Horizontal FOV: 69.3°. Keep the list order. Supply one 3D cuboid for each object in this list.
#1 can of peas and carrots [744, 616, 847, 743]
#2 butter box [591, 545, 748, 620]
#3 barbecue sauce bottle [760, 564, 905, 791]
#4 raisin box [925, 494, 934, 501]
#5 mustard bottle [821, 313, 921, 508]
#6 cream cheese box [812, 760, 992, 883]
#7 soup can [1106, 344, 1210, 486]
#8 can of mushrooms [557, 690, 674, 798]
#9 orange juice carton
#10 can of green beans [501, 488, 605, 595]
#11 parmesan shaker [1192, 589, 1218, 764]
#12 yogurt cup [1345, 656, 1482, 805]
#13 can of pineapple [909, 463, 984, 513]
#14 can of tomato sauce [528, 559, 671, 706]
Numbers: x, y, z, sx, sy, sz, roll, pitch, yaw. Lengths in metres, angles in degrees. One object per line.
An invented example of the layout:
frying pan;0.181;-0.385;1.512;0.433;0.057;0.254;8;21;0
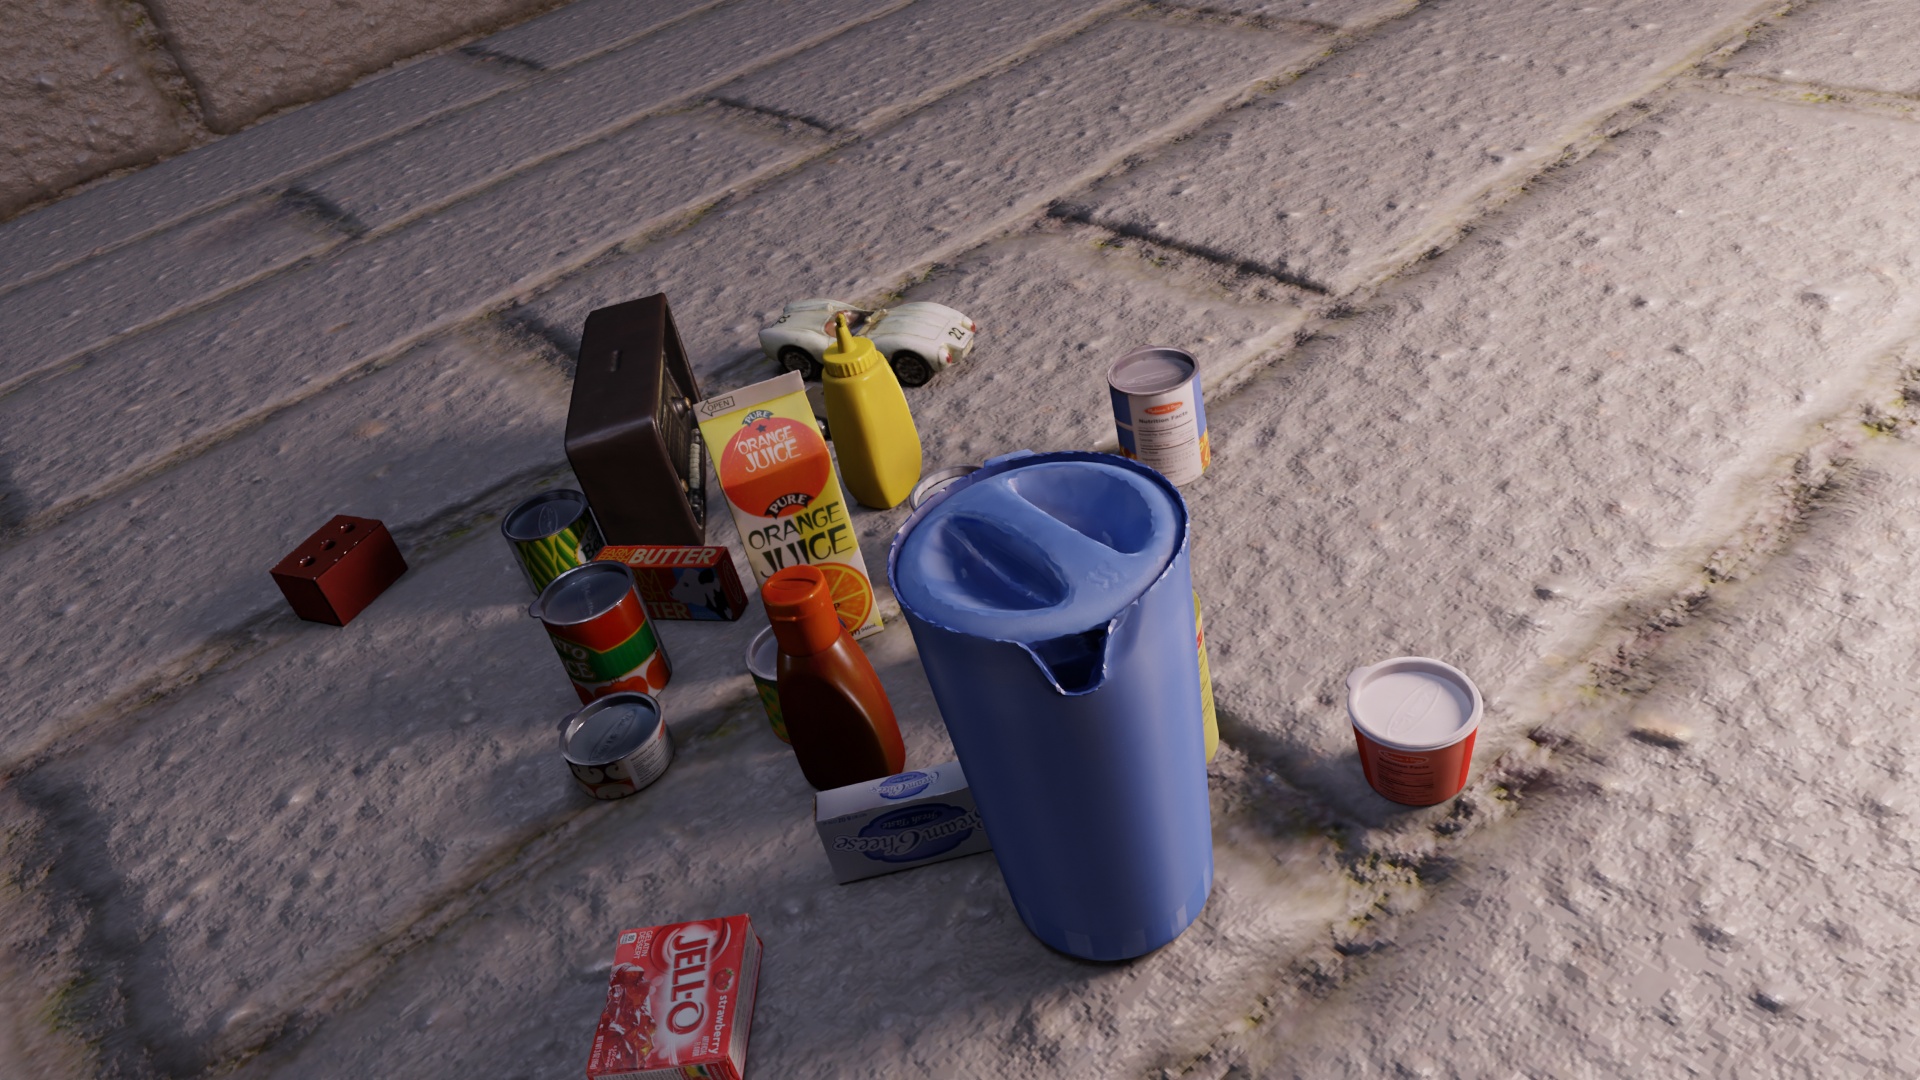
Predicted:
can of peas and carrots;-0.094;0.087;0.877;0.071;0.058;0.071;-9;36;7
butter box;-0.209;0.030;0.998;0.103;0.053;0.024;0;38;19
barbecue sauce bottle;-0.077;0.082;0.801;0.065;0.147;0.044;0;38;19
raisin box;0.020;0.036;0.852;0.086;0.122;0.040;12;43;32
mustard bottle;-0.072;-0.101;1.038;0.049;0.159;0.066;9;41;29
cream cheese box;-0.025;0.154;0.767;0.104;0.053;0.024;-13;35;1
soup can;0.145;-0.091;1.016;0.071;0.083;0.072;-9;36;7
can of mushrooms;-0.220;0.129;0.884;0.071;0.033;0.071;-9;36;7
orange juice carton;-0.114;-0.020;0.915;0.072;0.191;0.073;-20;36;-8
can of green beans;-0.310;0.002;1.066;0.071;0.057;0.071;-9;36;7
parmesan shaker;0.106;0.080;0.780;0.071;0.102;0.072;-9;36;7
yogurt cup;0.243;0.104;0.743;0.072;0.053;0.073;-9;36;7
can of pineapple;0.003;-0.012;0.979;0.071;0.057;0.071;-9;36;7
can of tomato sauce;-0.240;0.066;0.934;0.071;0.082;0.071;-9;36;7
